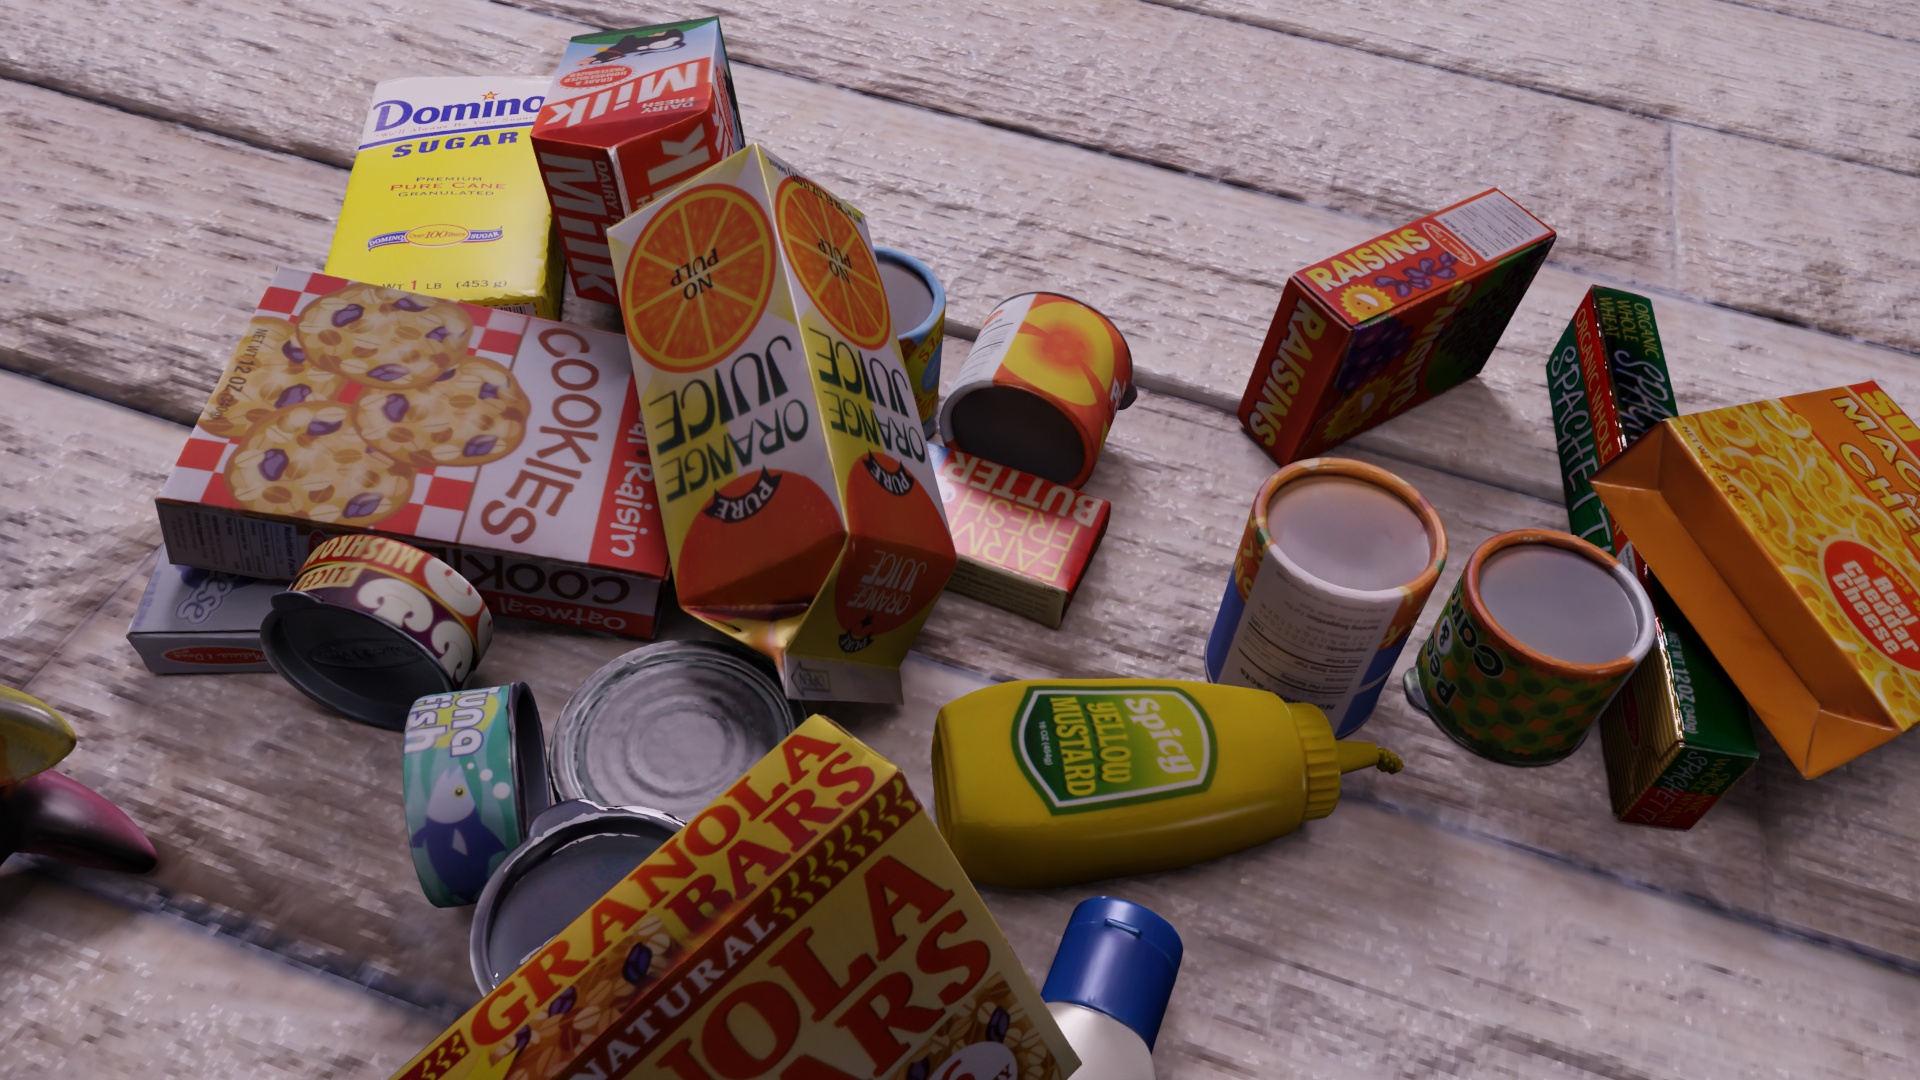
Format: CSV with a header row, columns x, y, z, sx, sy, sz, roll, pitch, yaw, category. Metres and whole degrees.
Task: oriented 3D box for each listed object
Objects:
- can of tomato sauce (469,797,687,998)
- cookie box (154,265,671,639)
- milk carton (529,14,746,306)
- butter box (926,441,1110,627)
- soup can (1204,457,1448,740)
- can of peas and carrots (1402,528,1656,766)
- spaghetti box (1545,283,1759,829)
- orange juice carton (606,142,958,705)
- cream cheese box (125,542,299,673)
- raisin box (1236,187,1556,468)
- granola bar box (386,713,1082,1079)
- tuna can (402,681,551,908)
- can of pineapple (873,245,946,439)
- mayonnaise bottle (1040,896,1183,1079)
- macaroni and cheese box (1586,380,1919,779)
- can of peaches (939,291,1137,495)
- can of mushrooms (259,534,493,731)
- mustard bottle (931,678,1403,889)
x,y,z,sx,sy,sz,roll,pitch,yaw,category
-0.095,0.122,0.384,0.071,0.082,0.071,3,49,-3,can of tomato sauce
-0.186,-0.035,0.520,0.167,0.040,0.123,10,48,-11,cookie box
-0.135,-0.164,0.602,0.073,0.072,0.191,-9,36,-2,milk carton
0.002,-0.007,0.545,0.103,0.024,0.053,19,51,11,butter box
0.128,0.020,0.494,0.071,0.083,0.072,3,48,-3,soup can
0.204,0.038,0.502,0.071,0.058,0.071,3,48,-3,can of peas and carrots
0.268,-0.006,0.552,0.029,0.049,0.251,12,49,2,spaghetti box
-0.060,-0.034,0.494,0.073,0.072,0.193,-23,70,24,orange juice carton
-0.262,0.000,0.513,0.053,0.024,0.104,0,49,-7,cream cheese box
0.184,-0.090,0.593,0.124,0.085,0.040,-25,60,-24,raisin box
-0.061,0.139,0.325,0.166,0.123,0.039,-40,36,-19,granola bar box
-0.148,0.076,0.428,0.033,0.070,0.071,-7,50,-10,tuna can
-0.038,-0.081,0.583,0.071,0.057,0.071,3,49,-3,can of pineapple
0.025,0.170,0.382,0.065,0.041,0.149,16,48,16,mayonnaise bottle
0.324,0.006,0.508,0.167,0.040,0.124,-11,63,-34,macaroni and cheese box
0.033,-0.057,0.564,0.071,0.070,0.058,18,50,10,can of peaches
-0.195,0.030,0.464,0.071,0.070,0.034,11,47,5,can of mushrooms
0.072,0.076,0.462,0.160,0.048,0.065,-4,51,-9,mustard bottle
